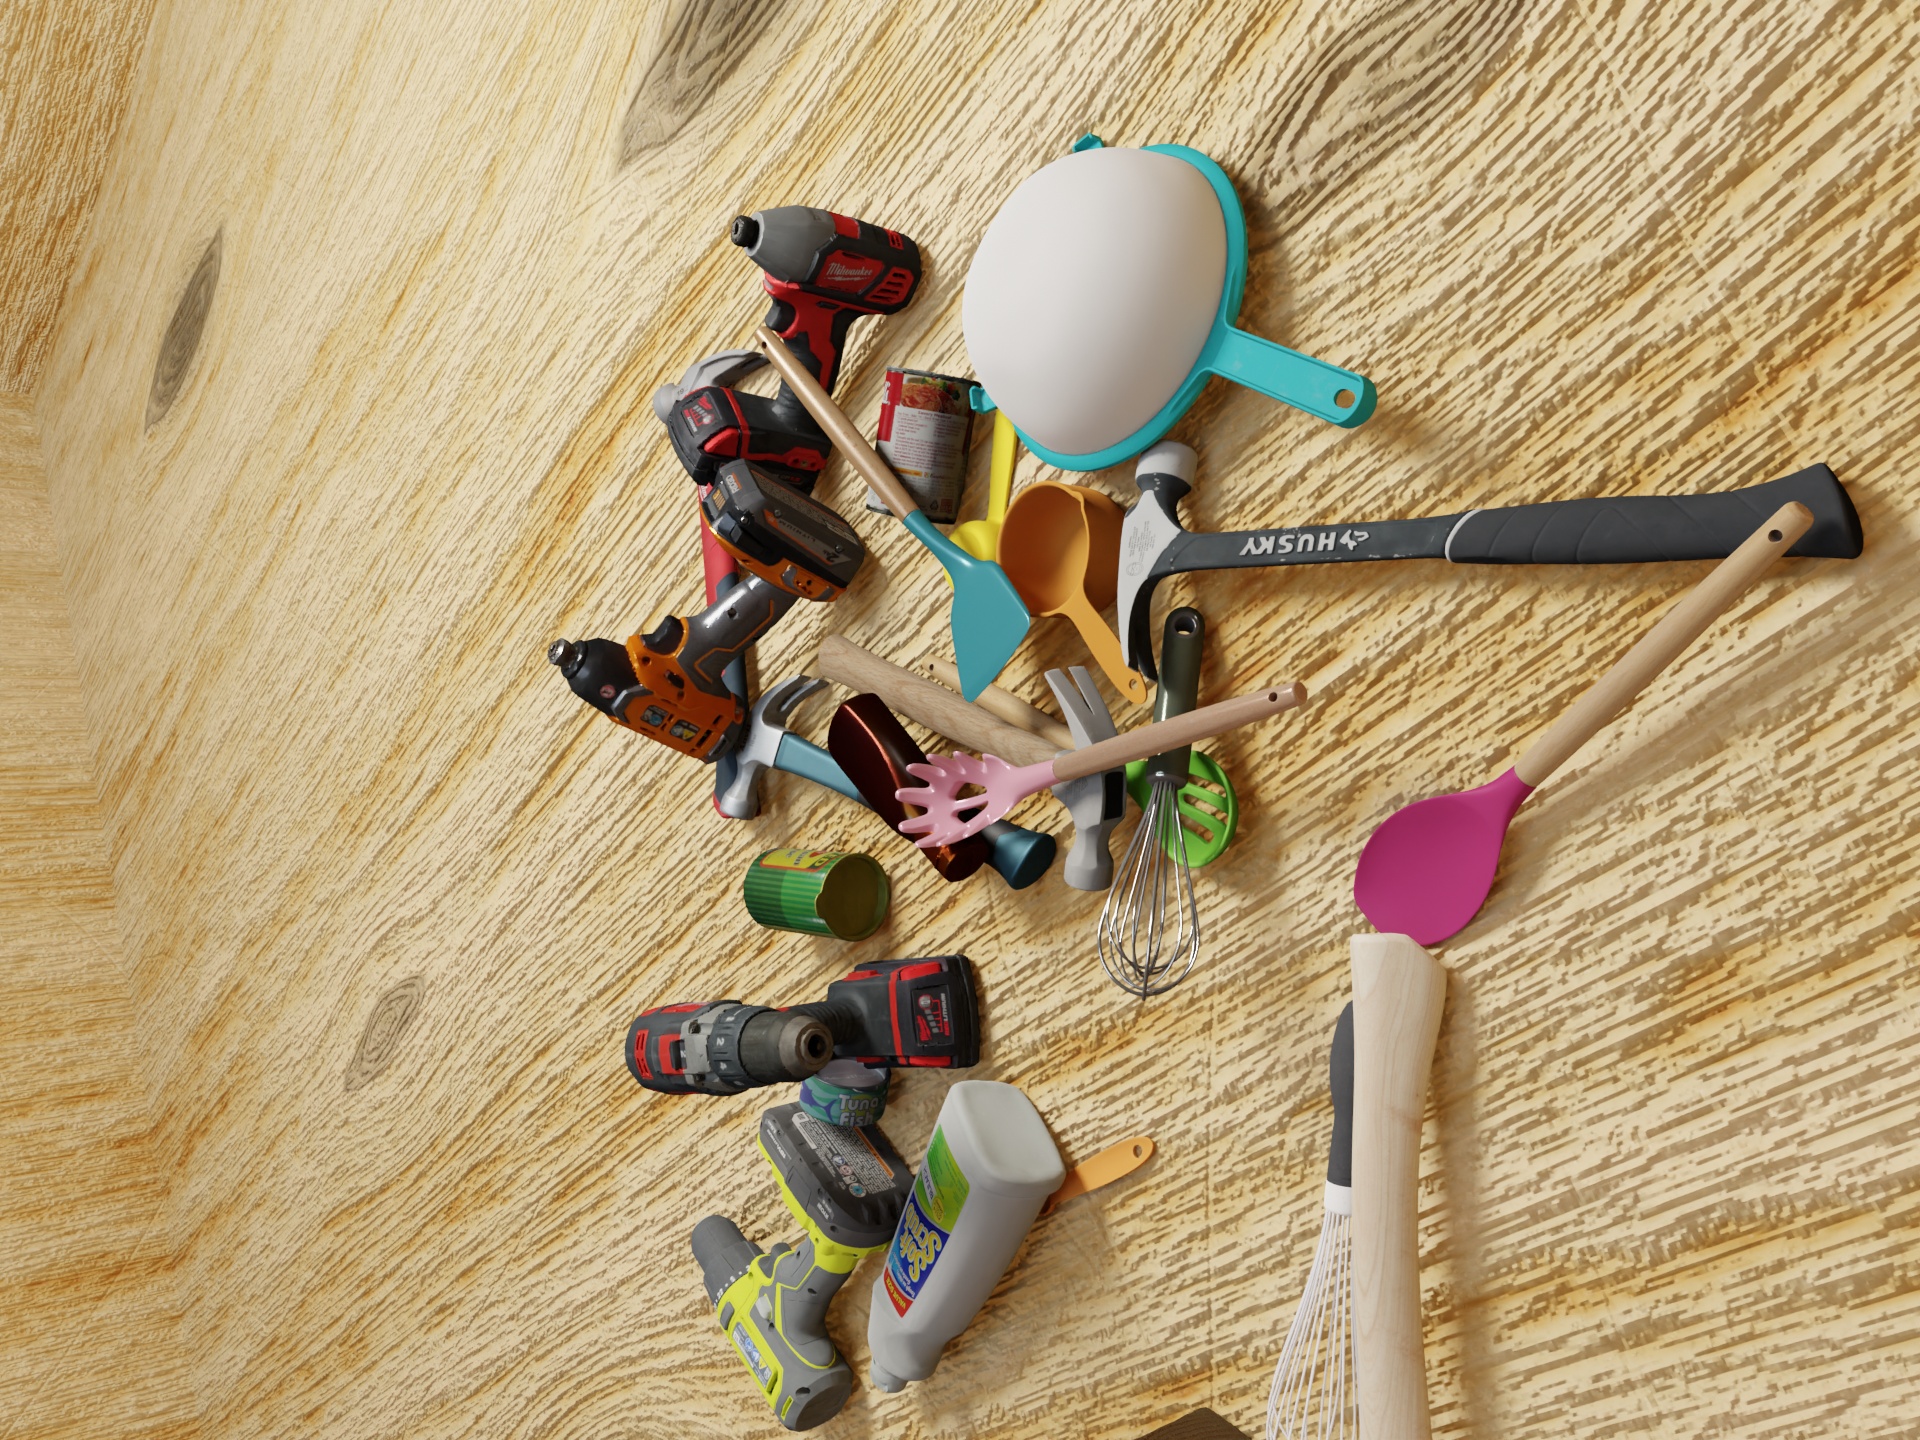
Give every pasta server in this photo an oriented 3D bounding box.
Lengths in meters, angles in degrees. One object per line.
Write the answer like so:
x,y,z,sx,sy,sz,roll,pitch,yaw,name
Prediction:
0.073,0.023,0.946,0.316,0.040,0.060,-21,70,47,pasta server

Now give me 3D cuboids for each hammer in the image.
-0.059,0.055,1.177,0.331,0.033,0.128,20,95,43,hammer
-0.002,-0.004,1.098,0.332,0.031,0.130,27,119,49,hammer
0.216,0.319,0.835,0.038,0.146,0.411,82,-172,-84,hammer
0.246,-0.092,0.836,0.409,0.036,0.149,3,74,45,hammer
-0.189,-0.112,1.326,0.143,0.038,0.386,-13,81,45,hammer

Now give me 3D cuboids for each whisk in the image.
0.211,0.296,0.879,0.070,0.070,0.284,5,89,47,whisk
0.121,0.044,0.937,0.058,0.059,0.246,7,68,8,whisk

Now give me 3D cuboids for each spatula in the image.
-0.055,-0.156,1.078,0.318,0.044,0.082,52,130,17,spatula

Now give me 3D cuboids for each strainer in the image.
0.099,-0.240,0.931,0.341,0.095,0.211,41,111,50,strainer

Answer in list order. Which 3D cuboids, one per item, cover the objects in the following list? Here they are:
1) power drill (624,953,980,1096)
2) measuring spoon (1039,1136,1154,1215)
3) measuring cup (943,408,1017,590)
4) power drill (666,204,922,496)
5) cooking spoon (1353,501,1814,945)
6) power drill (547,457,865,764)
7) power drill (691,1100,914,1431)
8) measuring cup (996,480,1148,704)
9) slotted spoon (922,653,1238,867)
-0.089,0.209,1.075,0.188,0.226,0.080,-14,80,47,power drill
0.088,0.299,1.045,0.117,0.011,0.021,-40,51,36,measuring spoon
0.018,-0.160,1.105,0.062,0.029,0.156,16,104,46,measuring cup
-0.133,-0.279,1.189,0.219,0.143,0.079,-59,43,32,power drill
0.296,0.012,0.785,0.069,0.017,0.318,52,134,21,cooking spoon
-0.197,-0.083,1.213,0.226,0.164,0.084,-51,37,16,power drill
-0.132,0.405,1.236,0.191,0.080,0.228,43,123,38,power drill
0.089,-0.077,1.010,0.095,0.052,0.174,-53,54,35,measuring cup
0.072,0.012,1.050,0.314,0.031,0.070,30,111,45,slotted spoon
